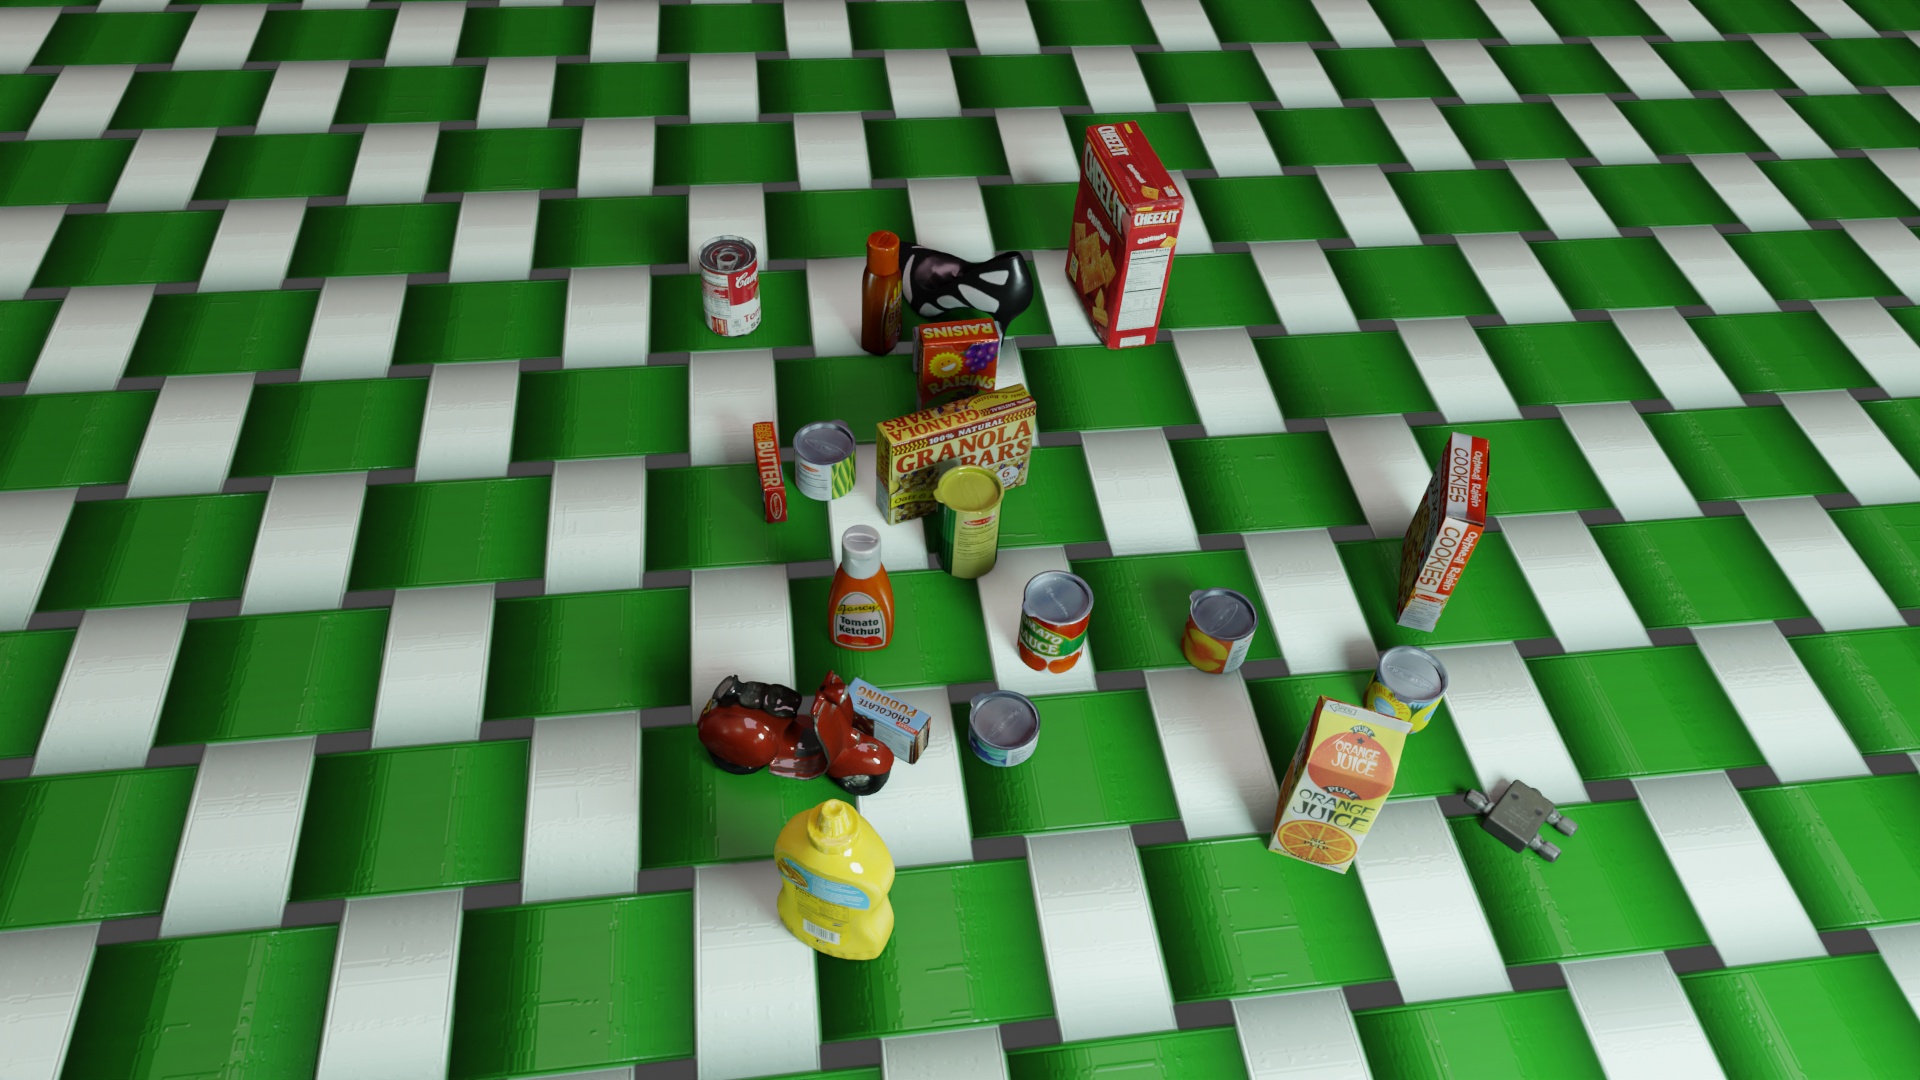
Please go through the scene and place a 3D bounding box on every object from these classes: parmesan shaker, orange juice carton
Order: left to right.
[{"bbox_3d":[0.005,-0.018,1.411,0.071,0.102,0.072,2,49,-2],"label":"parmesan shaker"},{"bbox_3d":[0.323,0.199,1.185,0.072,0.191,0.073,16,50,10],"label":"orange juice carton"}]

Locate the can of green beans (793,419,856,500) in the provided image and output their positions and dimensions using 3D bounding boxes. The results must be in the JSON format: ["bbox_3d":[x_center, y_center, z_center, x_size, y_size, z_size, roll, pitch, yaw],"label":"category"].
[{"bbox_3d":[-0.145,-0.085,1.489,0.071,0.057,0.071,2,49,-2],"label":"can of green beans"}]

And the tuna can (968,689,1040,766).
[{"bbox_3d":[0.038,0.174,1.292,0.071,0.032,0.071,2,49,-2],"label":"tuna can"}]

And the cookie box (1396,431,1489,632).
[{"bbox_3d":[0.484,-0.007,1.395,0.040,0.166,0.123,14,49,8],"label":"cookie box"}]

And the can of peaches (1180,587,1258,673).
[{"bbox_3d":[0.252,0.088,1.367,0.071,0.057,0.071,2,49,-2],"label":"can of peaches"}]

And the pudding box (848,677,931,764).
[{"bbox_3d":[-0.071,0.166,1.279,0.084,0.049,0.030,25,52,17],"label":"pudding box"}]

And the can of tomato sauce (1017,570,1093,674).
[{"bbox_3d":[0.089,0.081,1.344,0.071,0.082,0.071,2,49,-2],"label":"can of tomato sauce"}]

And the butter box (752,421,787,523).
[{"bbox_3d":[-0.203,-0.073,1.477,0.024,0.052,0.104,-7,50,-10],"label":"butter box"}]

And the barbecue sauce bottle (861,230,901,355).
[{"bbox_3d":[-0.091,-0.289,1.611,0.044,0.147,0.065,17,50,11],"label":"barbecue sauce bottle"}]

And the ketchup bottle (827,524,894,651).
[{"bbox_3d":[-0.094,0.045,1.318,0.065,0.148,0.044,4,49,0],"label":"ketchup bottle"}]

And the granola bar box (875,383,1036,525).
[{"bbox_3d":[-0.005,-0.090,1.459,0.166,0.123,0.039,-18,53,-19],"label":"granola bar box"}]

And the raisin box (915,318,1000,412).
[{"bbox_3d":[-0.005,-0.186,1.544,0.086,0.122,0.040,-6,50,-9],"label":"raisin box"}]

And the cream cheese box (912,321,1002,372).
[{"bbox_3d":[-0.005,-0.227,1.626,0.104,0.053,0.024,-6,50,-9],"label":"cream cheese box"}]

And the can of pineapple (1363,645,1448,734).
[{"bbox_3d":[0.424,0.144,1.330,0.071,0.057,0.071,2,49,-2],"label":"can of pineapple"}]
